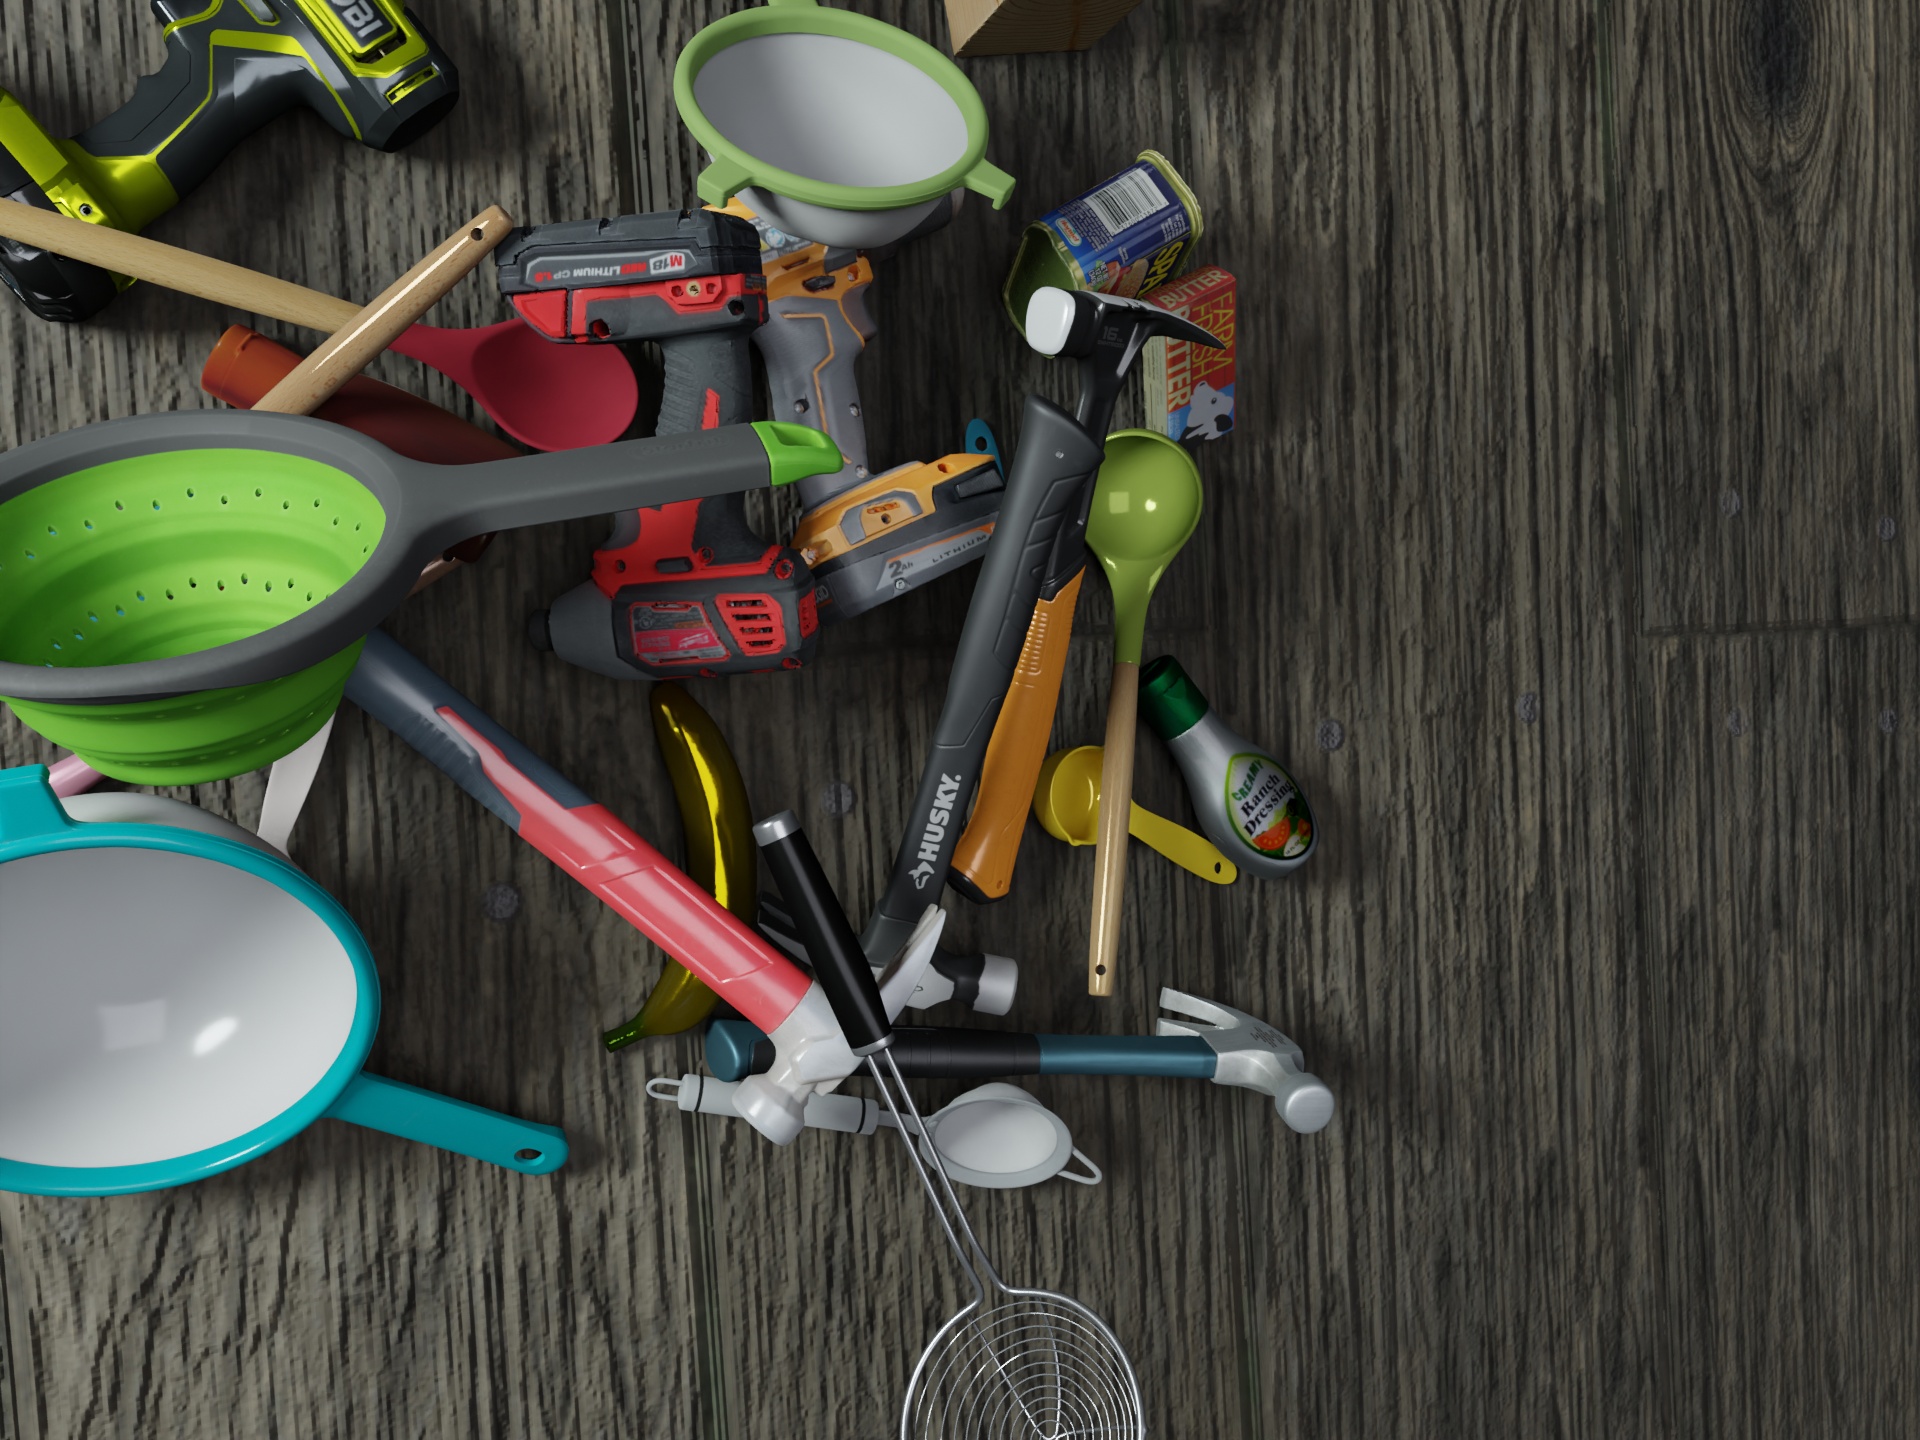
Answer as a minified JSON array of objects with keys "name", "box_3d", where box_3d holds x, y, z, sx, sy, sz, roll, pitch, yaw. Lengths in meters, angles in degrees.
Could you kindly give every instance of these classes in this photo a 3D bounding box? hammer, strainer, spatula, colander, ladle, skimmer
[{"name":"hammer","box_3d":[0.028,0.183,0.872,0.331,0.128,0.033,4,102,-12]},{"name":"strainer","box_3d":[-0.080,-0.320,0.806,0.151,0.069,0.257,-6,55,-19]},{"name":"hammer","box_3d":[0.051,-0.057,0.856,0.127,0.034,0.336,-4,115,-45]},{"name":"spatula","box_3d":[-0.324,-0.127,0.722,0.317,0.044,0.082,-37,103,11]},{"name":"colander","box_3d":[-0.241,-0.056,0.675,0.397,0.205,0.094,-12,131,-18]},{"name":"hammer","box_3d":[-0.186,0.035,0.773,0.386,0.038,0.143,42,80,-11]},{"name":"ladle","box_3d":[-0.295,-0.188,0.734,0.315,0.031,0.069,11,87,-40]},{"name":"strainer","box_3d":[-0.044,0.216,0.875,0.258,0.050,0.086,12,130,-16]},{"name":"strainer","box_3d":[-0.328,0.132,0.739,0.211,0.095,0.340,-46,130,13]},{"name":"ladle","box_3d":[0.089,-0.008,0.890,0.078,0.062,0.320,3,78,15]},{"name":"hammer","box_3d":[-0.001,-0.003,0.815,0.146,0.035,0.334,14,111,-9]},{"name":"skimmer","box_3d":[-0.024,0.217,0.749,0.127,0.090,0.363,-23,93,17]}]

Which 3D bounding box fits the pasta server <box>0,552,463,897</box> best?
[{"name":"pasta server","box_3d":[-0.367,-0.002,0.747,0.316,0.040,0.060,-35,111,-19]}]

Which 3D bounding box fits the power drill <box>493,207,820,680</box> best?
[{"name":"power drill","box_3d":[-0.150,-0.126,0.767,0.143,0.078,0.219,-4,104,7]}]

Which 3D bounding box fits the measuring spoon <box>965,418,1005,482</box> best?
[{"name":"measuring spoon","box_3d":[0.024,-0.109,0.907,0.042,0.021,0.128,-15,97,-21]}]

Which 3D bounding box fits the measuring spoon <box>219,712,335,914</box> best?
[{"name":"measuring spoon","box_3d":[-0.329,0.034,0.778,0.034,0.018,0.124,18,77,-18]}]

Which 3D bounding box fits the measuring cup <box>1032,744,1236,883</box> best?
[{"name":"measuring cup","box_3d":[0.104,0.064,0.945,0.156,0.029,0.062,29,73,-31]}]

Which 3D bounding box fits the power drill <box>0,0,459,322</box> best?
[{"name":"power drill","box_3d":[-0.370,-0.302,0.725,0.223,0.080,0.171,-43,106,-19]}]

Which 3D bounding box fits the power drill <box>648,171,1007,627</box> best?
[{"name":"power drill","box_3d":[-0.047,-0.186,0.852,0.185,0.084,0.226,-27,96,-21]}]
